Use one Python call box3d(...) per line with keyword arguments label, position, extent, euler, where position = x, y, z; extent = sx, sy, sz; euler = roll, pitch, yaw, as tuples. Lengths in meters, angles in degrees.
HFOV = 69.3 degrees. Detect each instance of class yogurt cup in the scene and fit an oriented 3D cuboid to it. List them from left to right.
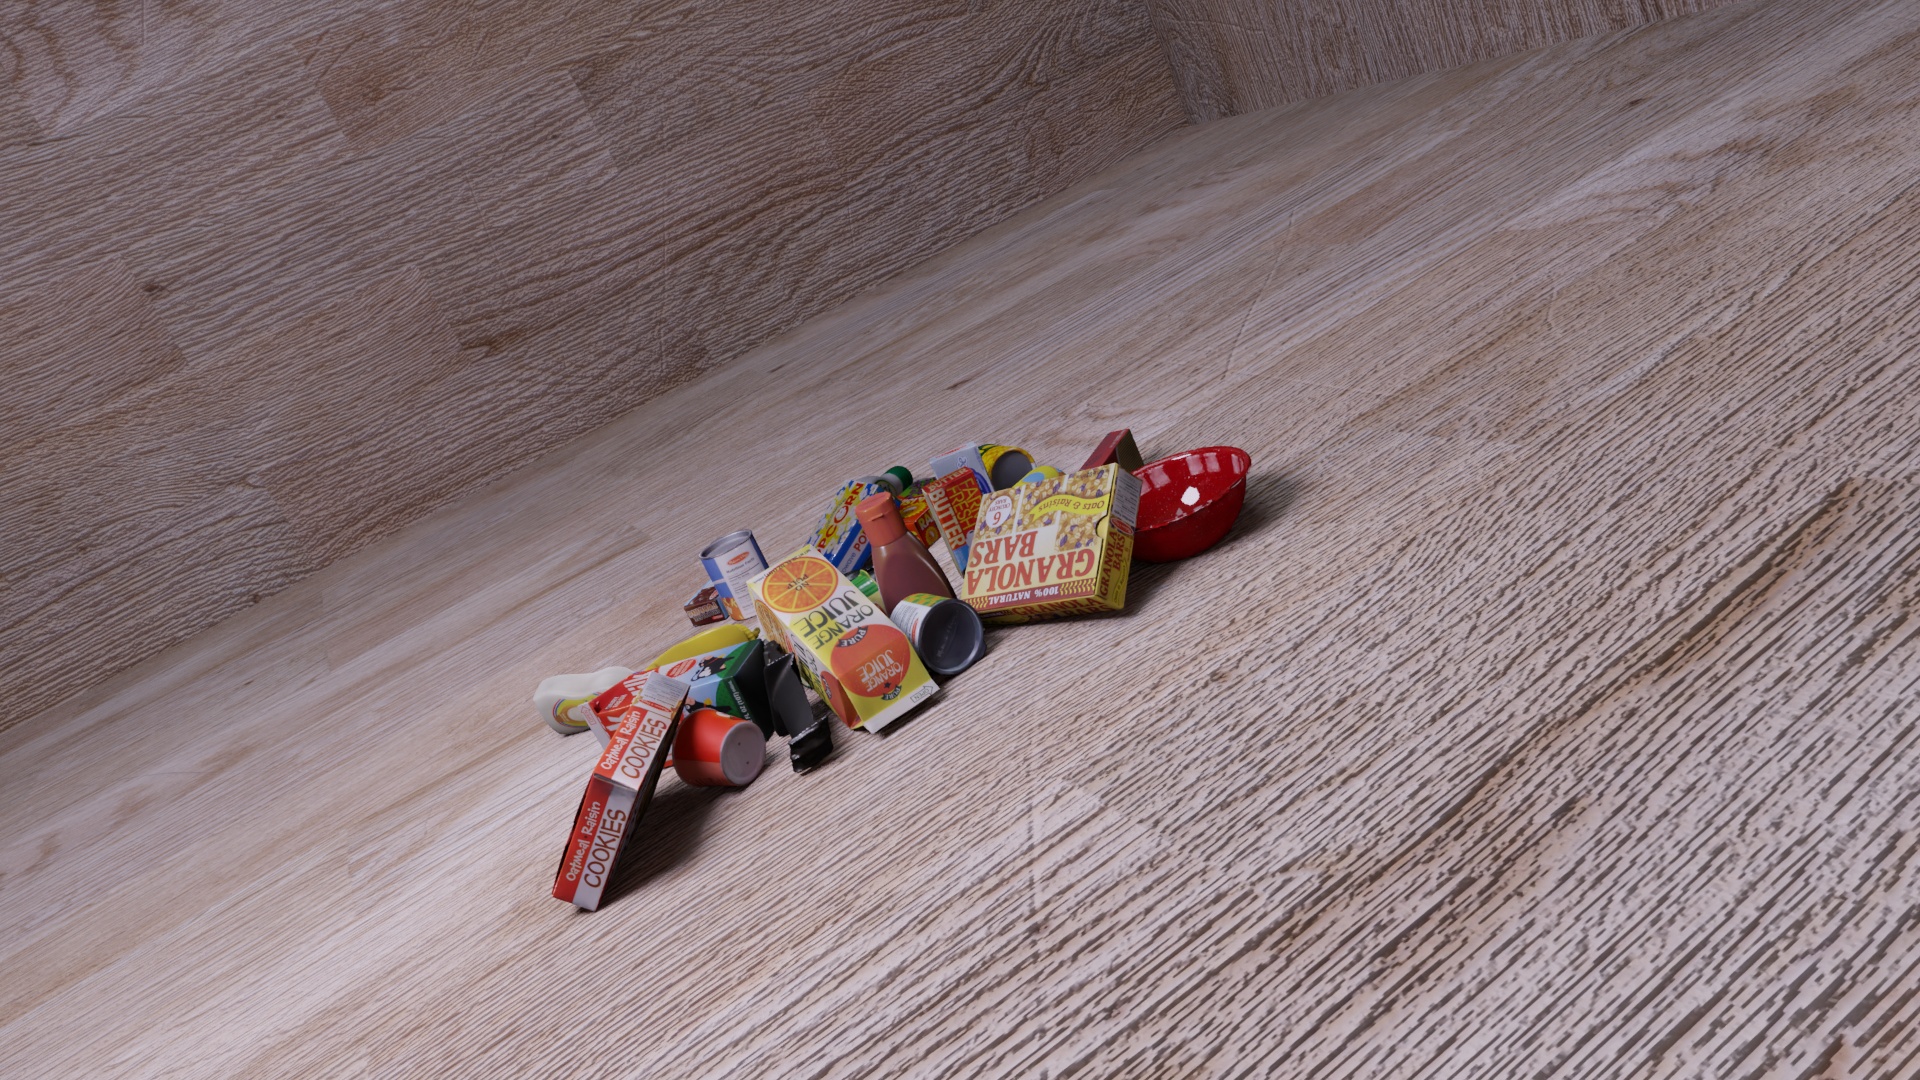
box3d(label="yogurt cup", position=(-0.203, 0.178, 1.181), extent=(0.054, 0.072, 0.073), euler=(1, 30, 36))

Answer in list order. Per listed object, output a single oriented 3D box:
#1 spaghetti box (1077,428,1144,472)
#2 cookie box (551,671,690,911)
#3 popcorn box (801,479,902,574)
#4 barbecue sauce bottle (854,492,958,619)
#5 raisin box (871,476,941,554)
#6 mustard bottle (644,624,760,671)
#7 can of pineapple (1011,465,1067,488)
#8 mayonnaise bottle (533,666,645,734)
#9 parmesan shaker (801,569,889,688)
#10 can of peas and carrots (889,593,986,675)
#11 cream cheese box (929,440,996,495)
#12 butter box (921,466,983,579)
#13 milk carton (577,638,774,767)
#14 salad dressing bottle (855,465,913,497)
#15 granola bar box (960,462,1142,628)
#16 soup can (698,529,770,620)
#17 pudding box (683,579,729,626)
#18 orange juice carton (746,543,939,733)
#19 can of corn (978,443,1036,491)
box3d(label="spaghetti box", position=(0.126, -0.037, 1.381), extent=(0.028, 0.050, 0.251), euler=(-13, 22, 33))
box3d(label="cookie box", position=(-0.274, 0.200, 1.130), extent=(0.040, 0.122, 0.168), euler=(21, 22, -4))
box3d(label="popcorn box", position=(-0.128, -0.004, 1.541), extent=(0.127, 0.038, 0.085), euler=(-59, 29, -11))
box3d(label="barbecue sauce bottle", position=(-0.050, 0.028, 1.265), extent=(0.065, 0.148, 0.044), euler=(-23, 19, 4))
box3d(label="raisin box", position=(-0.045, -0.032, 1.592), extent=(0.086, 0.040, 0.124), euler=(-7, 26, 39))
box3d(label="mustard bottle", position=(-0.251, 0.119, 1.403), extent=(0.161, 0.049, 0.065), euler=(-30, -17, -51))
box3d(label="can of pineapple", position=(0.081, -0.035, 1.406), extent=(0.071, 0.071, 0.058), euler=(-6, 25, 43))
box3d(label="mayonnaise bottle", position=(-0.363, 0.160, 1.431), extent=(0.148, 0.064, 0.041), euler=(-13, 35, 21))
box3d(label="parmesan shaker", position=(-0.119, 0.084, 1.320), extent=(0.103, 0.071, 0.071), euler=(-33, 20, -24))
box3d(label="can of peas and carrots", position=(-0.020, 0.082, 1.219), extent=(0.071, 0.070, 0.058), euler=(-33, 20, -25))
box3d(label="cream cheese box", position=(0.011, -0.048, 1.468), extent=(0.053, 0.103, 0.024), euler=(-22, 14, 3))
box3d(label="butter box", position=(0.005, -0.017, 1.393), extent=(0.053, 0.103, 0.024), euler=(-27, 19, -10))
box3d(label="milk carton", position=(-0.263, 0.159, 1.290), extent=(0.190, 0.072, 0.074), euler=(-17, 19, 20))
box3d(label="salad dressing bottle", position=(-0.099, -0.055, 1.696), extent=(0.044, 0.064, 0.148), euler=(-5, 17, 20))
box3d(label="granola bar box", position=(0.077, 0.007, 1.222), extent=(0.165, 0.039, 0.124), euler=(-12, 58, 45))
box3d(label="soup can", position=(-0.251, 0.039, 1.584), extent=(0.071, 0.083, 0.071), euler=(-22, 18, 8))
box3d(label="pudding box", position=(-0.283, 0.065, 1.635), extent=(0.049, 0.030, 0.084), euler=(-14, 21, 26))
box3d(label="orange juice carton", position=(-0.102, 0.093, 1.209), extent=(0.072, 0.072, 0.193), euler=(-32, 49, -22))
box3d(label="can of corn", position=(0.043, -0.074, 1.555), extent=(0.071, 0.071, 0.058), euler=(-32, 20, -23))
